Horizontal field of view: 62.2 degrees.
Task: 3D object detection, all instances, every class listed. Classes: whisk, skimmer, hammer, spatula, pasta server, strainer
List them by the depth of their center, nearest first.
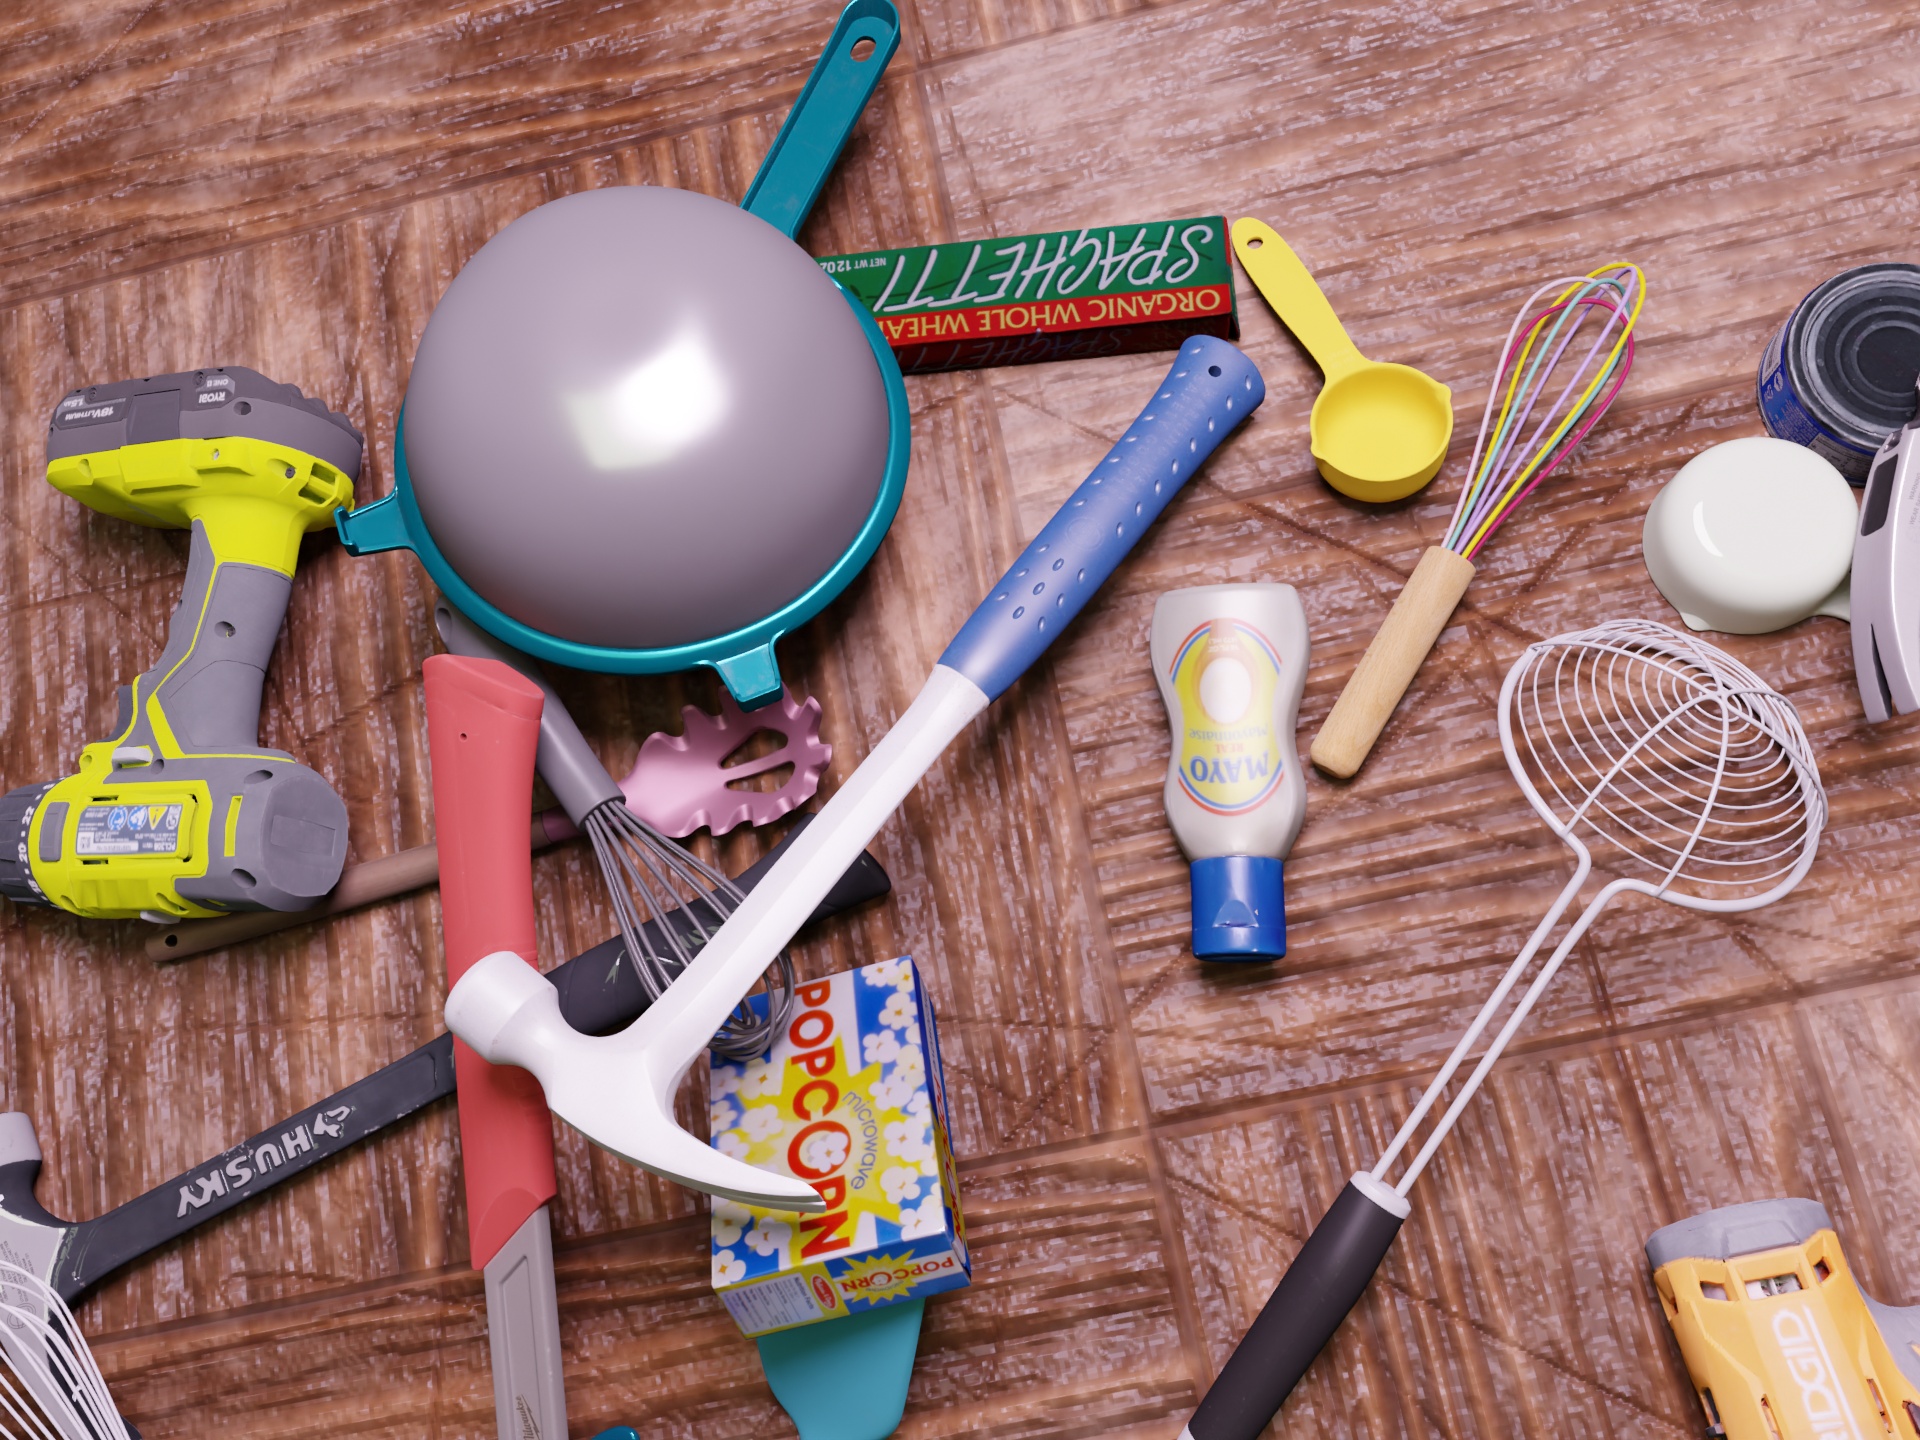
[{"bbox_3d":[-0.075,0.348,0.575,0.082,0.044,0.317,8,78,25],"label":"spatula"},{"bbox_3d":[0.493,-0.016,0.575,0.335,0.035,0.146,23,83,6],"label":"hammer"},{"bbox_3d":[-0.300,0.313,0.590,0.070,0.070,0.284,-41,90,-3],"label":"whisk"},{"bbox_3d":[-0.179,0.155,0.599,0.149,0.036,0.359,-8,85,18],"label":"hammer"},{"bbox_3d":[0.192,0.124,0.603,0.127,0.090,0.363,34,93,11],"label":"skimmer"},{"bbox_3d":[-0.001,-0.002,0.604,0.144,0.035,0.405,34,67,14],"label":"hammer"},{"bbox_3d":[-0.142,0.034,0.629,0.055,0.055,0.239,-39,72,-3],"label":"whisk"},{"bbox_3d":[-0.101,-0.185,0.634,0.211,0.095,0.340,21,72,8],"label":"strainer"},{"bbox_3d":[-0.216,0.149,0.651,0.409,0.036,0.149,-27,75,0],"label":"hammer"},{"bbox_3d":[0.211,-0.084,0.652,0.047,0.051,0.245,29,85,35],"label":"whisk"},{"bbox_3d":[-0.202,0.052,0.673,0.316,0.040,0.060,-17,79,5],"label":"pasta server"}]

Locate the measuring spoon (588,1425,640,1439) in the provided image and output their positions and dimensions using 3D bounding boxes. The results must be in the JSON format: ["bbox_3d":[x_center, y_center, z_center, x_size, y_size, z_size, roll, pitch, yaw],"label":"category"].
[{"bbox_3d":[-0.157,0.290,0.555,0.128,0.021,0.042,-47,75,14],"label":"measuring spoon"}]

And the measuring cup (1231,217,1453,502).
[{"bbox_3d":[0.157,-0.158,0.687,0.062,0.029,0.157,-25,62,1],"label":"measuring cup"}]

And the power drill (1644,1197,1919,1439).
[{"bbox_3d":[0.362,0.235,0.508,0.226,0.084,0.186,-14,59,7],"label":"power drill"}]

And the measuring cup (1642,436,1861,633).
[{"bbox_3d":[0.352,-0.053,0.619,0.168,0.038,0.083,32,82,17],"label":"measuring cup"}]

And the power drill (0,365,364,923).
[{"bbox_3d":[-0.351,-0.027,0.690,0.190,0.080,0.229,-2,76,19],"label":"power drill"}]
